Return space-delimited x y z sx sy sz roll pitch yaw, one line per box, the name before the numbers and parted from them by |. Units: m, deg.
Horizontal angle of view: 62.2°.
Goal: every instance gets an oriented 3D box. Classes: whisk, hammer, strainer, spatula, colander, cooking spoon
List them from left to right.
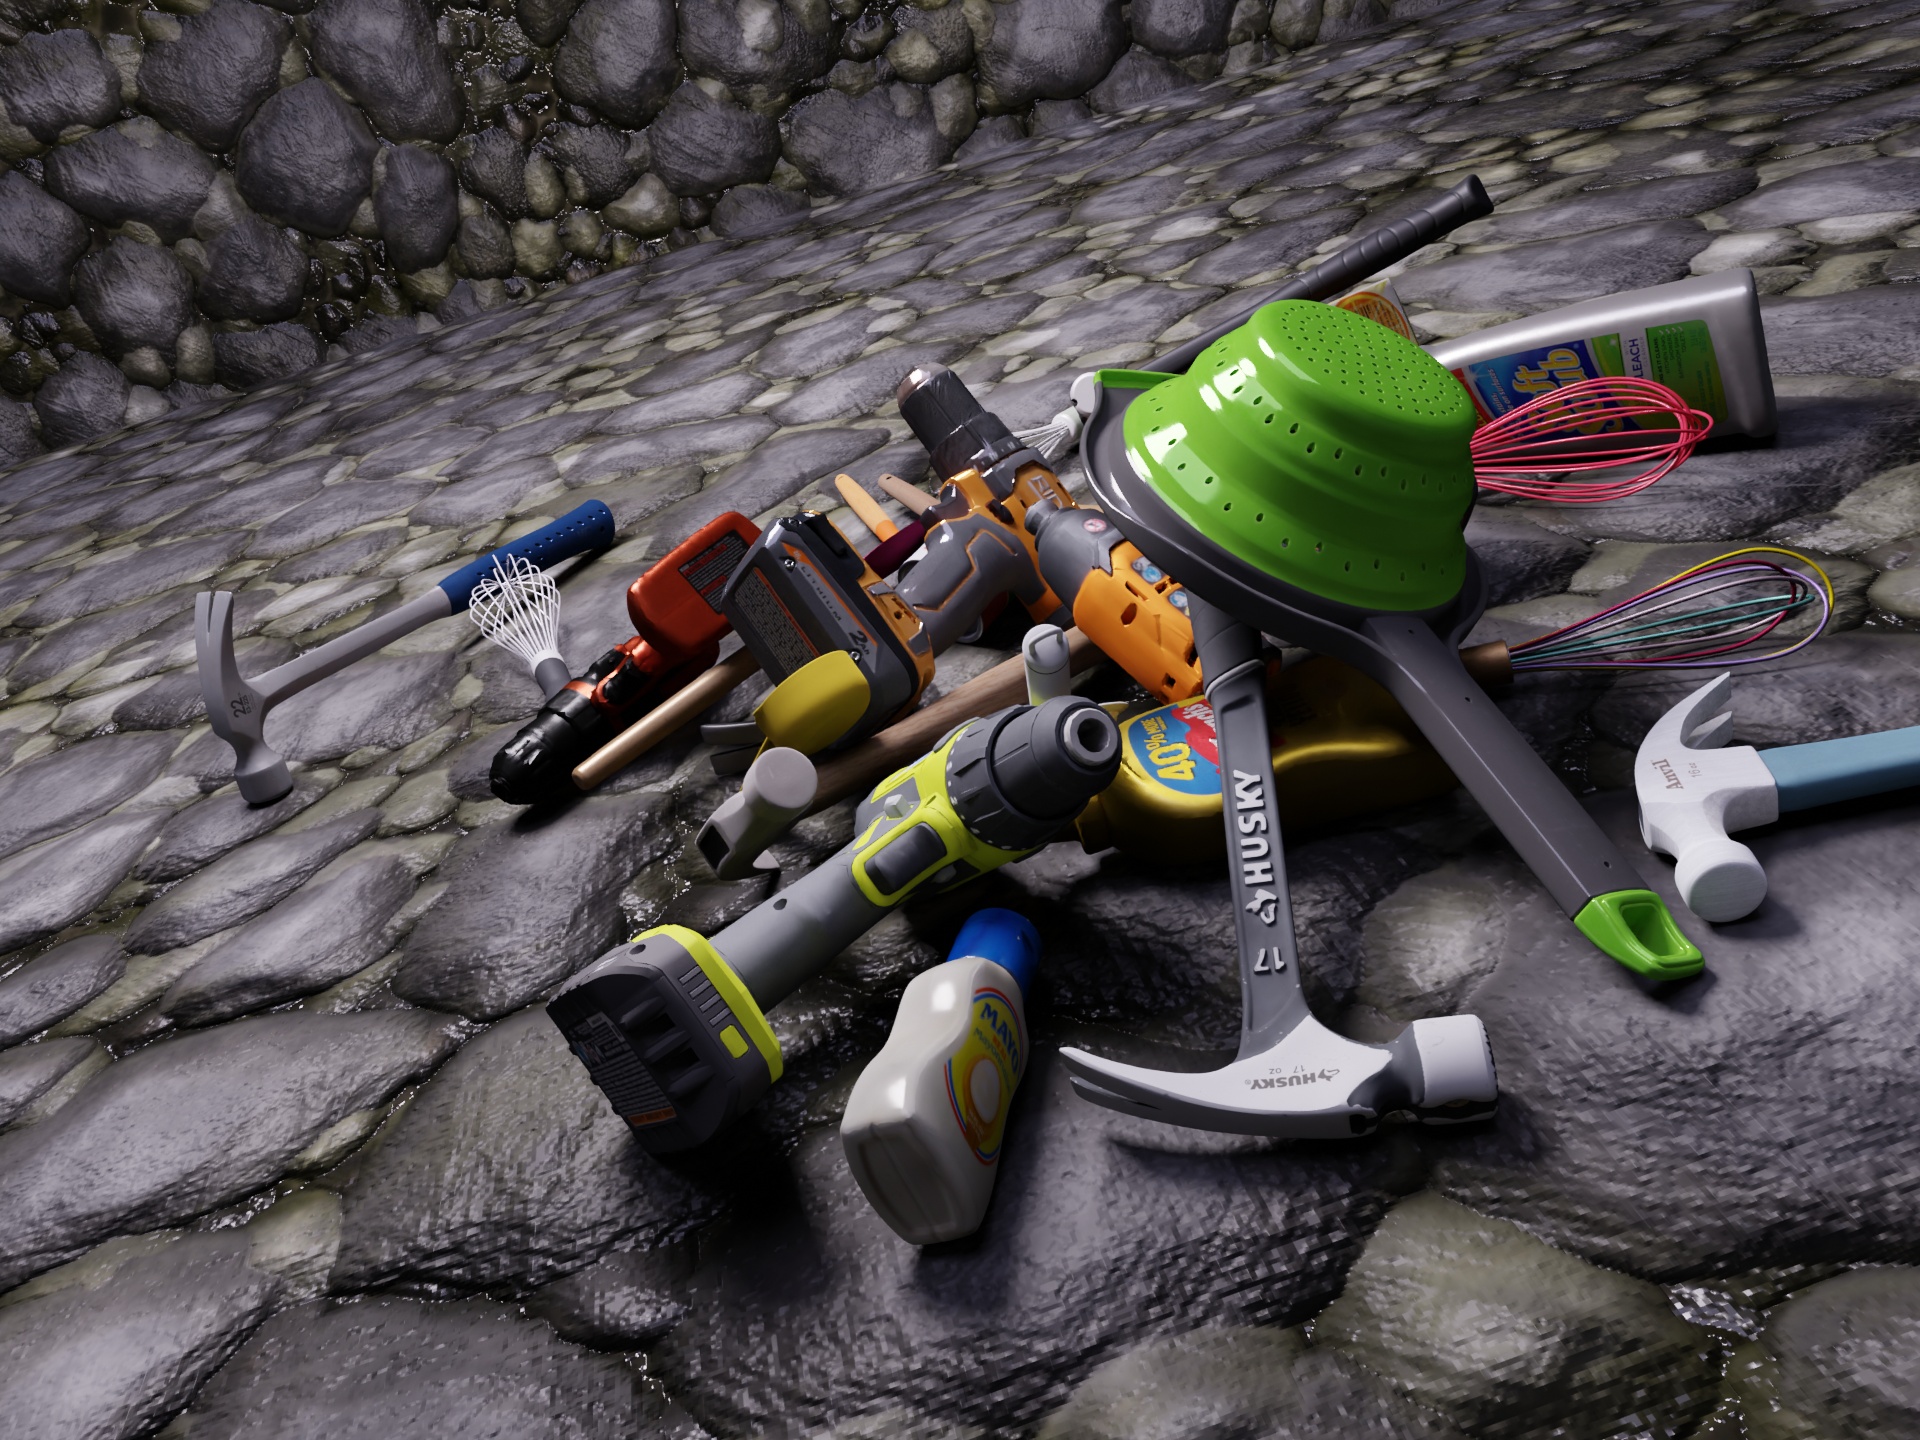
hammer | -0.404 -0.093 1.214 0.035 0.144 0.405 2 26 29
whisk | -0.298 -0.049 1.130 0.070 0.070 0.285 -24 33 -14
cooking spoon | -0.107 -0.052 0.966 0.319 0.017 0.068 -39 -2 -32
hammer | -0.105 -0.066 1.067 0.127 0.034 0.337 -16 27 0
spatula | -0.066 -0.156 1.191 0.081 0.041 0.323 -37 24 0
hammer | -0.001 -0.003 0.841 0.331 0.031 0.130 -28 -10 -38
spatula | 0.007 -0.129 1.125 0.060 0.018 0.316 -30 33 -12
strainer | 0.042 -0.002 0.741 0.087 0.050 0.258 -18 -14 0
whisk | 0.076 -0.228 1.255 0.059 0.057 0.246 38 48 21
hammer | 0.117 -0.001 0.693 0.149 0.036 0.409 -9 43 11
hammer | 0.237 -0.308 1.183 0.335 0.035 0.146 -28 -1 11
colander | 0.196 -0.069 0.676 0.204 0.094 0.398 -1 44 -31
whisk | 0.305 -0.160 0.983 0.296 0.073 0.073 -4 29 37
whisk | 0.288 -0.037 0.772 0.245 0.047 0.051 -12 18 18
hammer | 0.435 0.003 0.619 0.331 0.033 0.128 -12 28 11

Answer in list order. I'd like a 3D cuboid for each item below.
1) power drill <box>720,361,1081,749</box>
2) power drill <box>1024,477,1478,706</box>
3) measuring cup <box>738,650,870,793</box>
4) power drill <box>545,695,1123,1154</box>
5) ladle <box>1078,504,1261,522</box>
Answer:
power drill | -0.027 -0.103 0.904 0.226 0.185 0.084 -32 -7 -38
power drill | 0.154 -0.102 0.872 0.226 0.084 0.164 -32 62 -27
measuring cup | -0.087 0.021 0.817 0.062 0.156 0.029 -30 72 -37
power drill | -0.044 0.073 0.652 0.228 0.080 0.190 -36 1 -28
ladle | 0.095 -0.149 1.084 0.320 0.062 0.078 9 38 45
